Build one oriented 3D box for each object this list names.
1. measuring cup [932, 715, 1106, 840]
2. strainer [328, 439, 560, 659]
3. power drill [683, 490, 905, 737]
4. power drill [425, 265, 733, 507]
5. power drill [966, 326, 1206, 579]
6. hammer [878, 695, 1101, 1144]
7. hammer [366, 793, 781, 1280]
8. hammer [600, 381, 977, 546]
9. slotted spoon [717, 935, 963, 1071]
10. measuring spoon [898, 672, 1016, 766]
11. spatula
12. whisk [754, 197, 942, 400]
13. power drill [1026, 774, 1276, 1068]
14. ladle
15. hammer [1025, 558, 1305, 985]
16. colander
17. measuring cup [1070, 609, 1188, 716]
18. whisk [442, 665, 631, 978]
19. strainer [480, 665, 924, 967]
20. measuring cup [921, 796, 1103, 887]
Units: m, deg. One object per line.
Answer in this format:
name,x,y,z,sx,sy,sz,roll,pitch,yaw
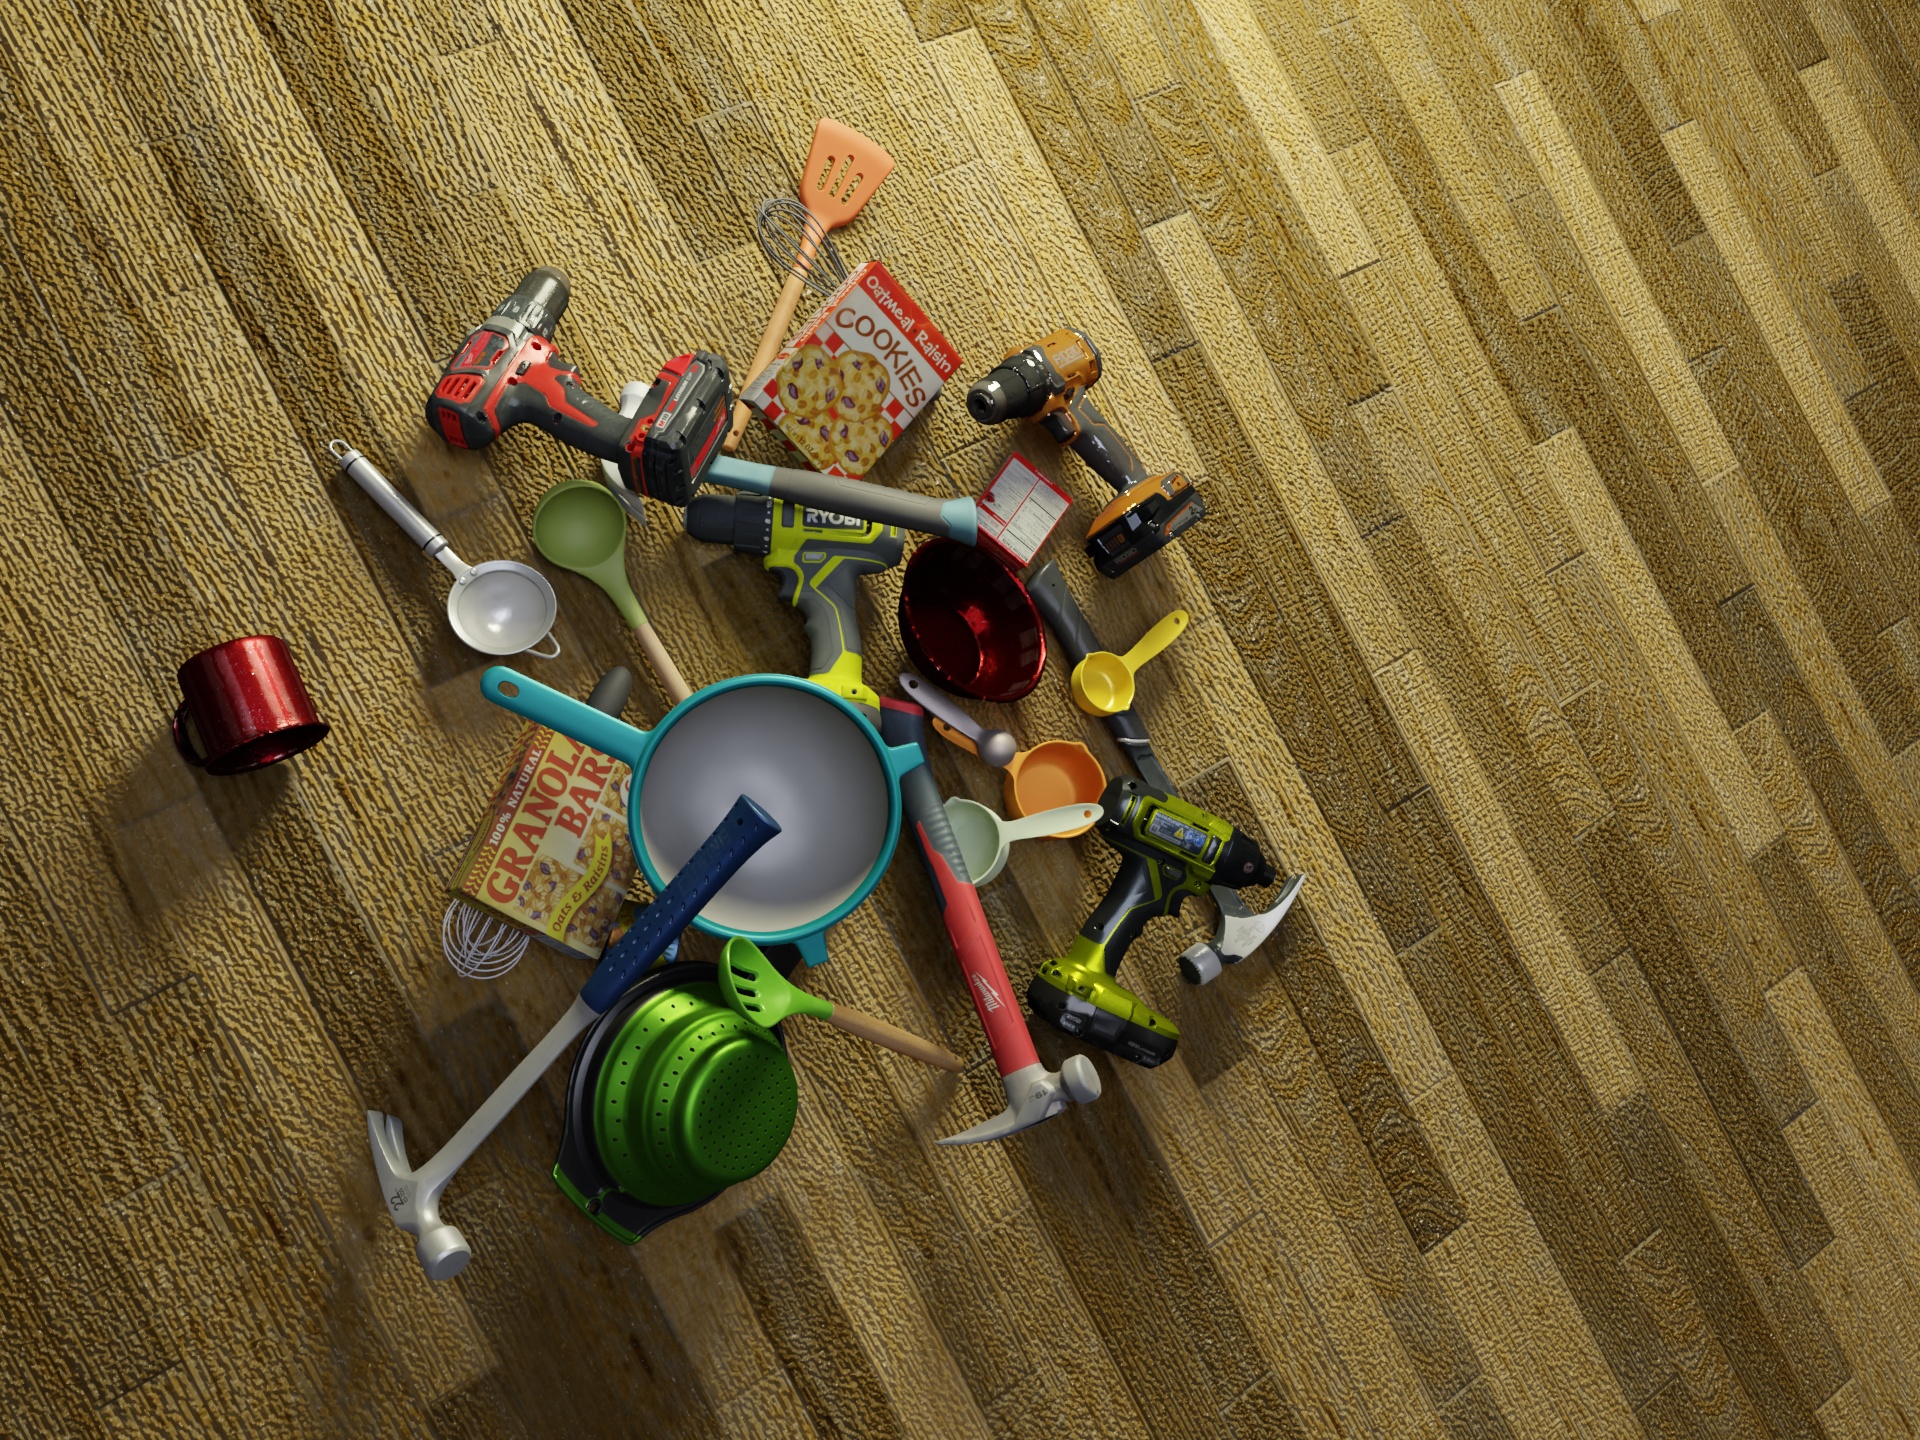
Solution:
measuring cup,0.046,0.045,1.424,0.173,0.052,0.095,29,72,-8
strainer,-0.423,-0.137,1.302,0.258,0.050,0.087,46,64,0
power drill,-0.147,-0.092,1.367,0.190,0.080,0.229,4,77,-8
power drill,-0.304,-0.284,1.317,0.227,0.080,0.188,18,60,7
power drill,0.109,-0.244,1.451,0.226,0.084,0.185,56,40,-2
hammer,-0.015,0.160,1.346,0.143,0.038,0.387,-27,70,17
hammer,-0.286,0.215,1.184,0.405,0.035,0.144,-48,56,0
hammer,-0.144,-0.200,1.344,0.331,0.033,0.128,12,61,3
slotted spoon,-0.091,0.241,1.270,0.313,0.031,0.070,34,35,-46
measuring spoon,-0.002,-0.004,1.385,0.124,0.018,0.034,36,65,-3
spatula,-0.151,-0.388,1.438,0.081,0.041,0.323,25,75,-23
whisk,-0.098,-0.375,1.431,0.238,0.055,0.055,44,69,-25
power drill,0.168,0.180,1.396,0.171,0.080,0.223,26,89,-14
ladle,-0.256,-0.056,1.333,0.078,0.062,0.320,-30,92,-3
hammer,0.175,0.033,1.478,0.149,0.036,0.409,-30,91,-22
colander,-0.153,0.235,1.269,0.397,0.094,0.204,-55,127,-28
measuring cup,0.158,-0.057,1.465,0.156,0.029,0.062,-39,94,-35
whisk,-0.336,0.078,1.289,0.070,0.070,0.285,28,68,-12
strainer,-0.214,0.039,1.256,0.340,0.095,0.211,26,89,-10
measuring cup,0.048,0.099,1.377,0.167,0.038,0.083,-14,73,17
